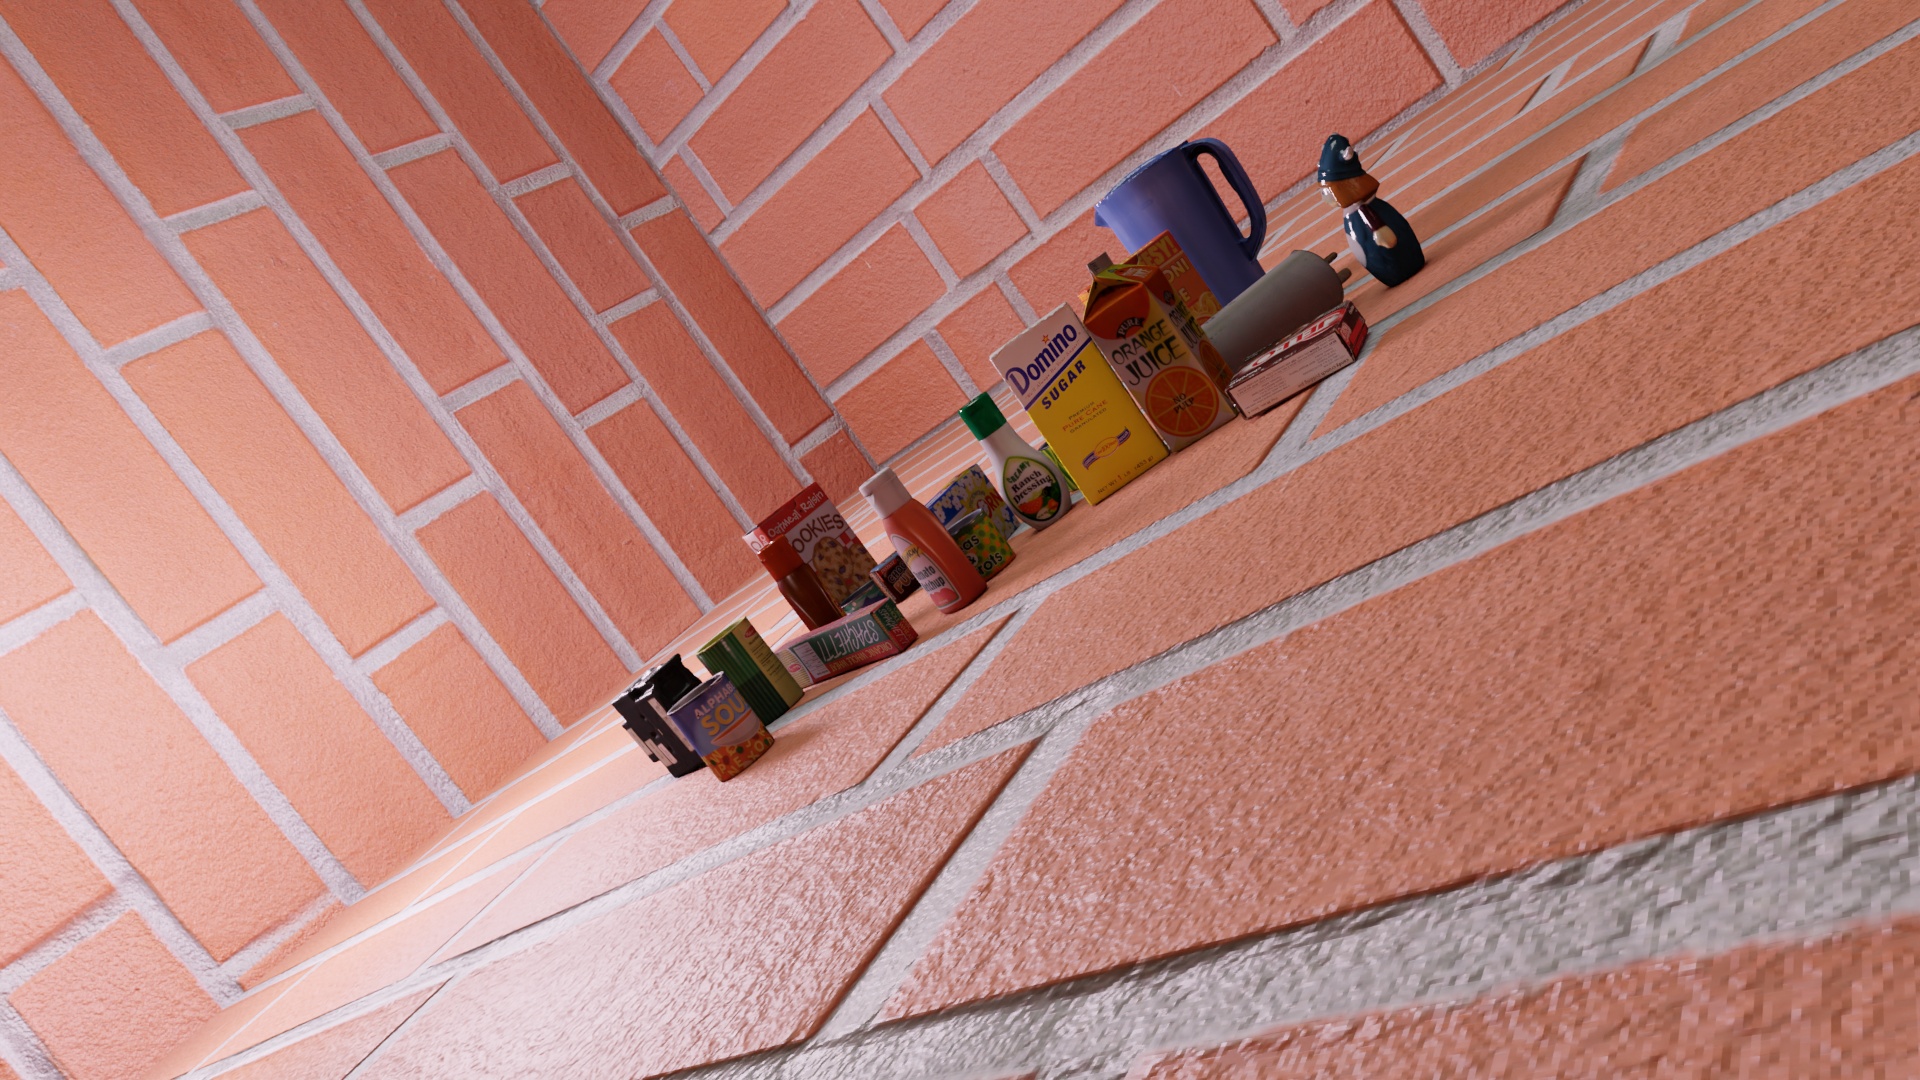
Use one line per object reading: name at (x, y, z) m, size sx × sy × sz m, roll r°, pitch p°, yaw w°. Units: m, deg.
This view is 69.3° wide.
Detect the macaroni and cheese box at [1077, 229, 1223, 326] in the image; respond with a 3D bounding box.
macaroni and cheese box at (0.231, -0.247, 1.568) m, size 0.124 × 0.166 × 0.040 m, roll -38°, pitch 7°, yaw -11°

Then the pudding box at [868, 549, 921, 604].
pudding box at (-0.060, 0.031, 1.617) m, size 0.084 × 0.049 × 0.030 m, roll -40°, pitch 8°, yaw -28°

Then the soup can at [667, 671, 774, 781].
soup can at (-0.226, 0.176, 1.322) m, size 0.071 × 0.083 × 0.071 m, roll -36°, pitch 7°, yaw 5°

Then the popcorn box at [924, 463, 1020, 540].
popcorn box at (0.005, -0.019, 1.484) m, size 0.038 × 0.085 × 0.127 m, roll -32°, pitch 8°, yaw 34°

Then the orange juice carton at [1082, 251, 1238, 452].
orange juice carton at (0.182, -0.186, 1.302) m, size 0.073 × 0.192 × 0.072 m, roll -32°, pitch 8°, yaw 30°

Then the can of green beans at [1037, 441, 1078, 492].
can of green beans at (0.127, -0.094, 1.505) m, size 0.071 × 0.058 × 0.071 m, roll -36°, pitch 7°, yaw 5°

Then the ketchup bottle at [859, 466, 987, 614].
ketchup bottle at (-0.038, -0.001, 1.320) m, size 0.044 × 0.148 × 0.064 m, roll -40°, pitch 8°, yaw -31°

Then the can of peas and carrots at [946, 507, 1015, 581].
can of peas and carrots at (0.012, 0.010, 1.373) m, size 0.071 × 0.058 × 0.071 m, roll -36°, pitch 7°, yaw 5°

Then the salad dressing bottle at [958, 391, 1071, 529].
salad dressing bottle at (0.054, -0.081, 1.411) m, size 0.064 × 0.147 × 0.044 m, roll -35°, pitch 7°, yaw 10°

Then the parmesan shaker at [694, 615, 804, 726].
parmesan shaker at (-0.222, 0.141, 1.454) m, size 0.071 × 0.103 × 0.071 m, roll -36°, pitch 7°, yaw 5°

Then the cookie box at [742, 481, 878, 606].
cookie box at (-0.171, 0.026, 1.698) m, size 0.040 × 0.167 × 0.123 m, roll -30°, pitch 9°, yaw 41°

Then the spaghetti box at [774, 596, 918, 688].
spaghetti box at (-0.122, 0.108, 1.410) m, size 0.029 × 0.050 × 0.249 m, roll -41°, pitch 8°, yaw -33°

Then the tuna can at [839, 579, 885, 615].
tuna can at (-0.112, 0.074, 1.646) m, size 0.071 × 0.033 × 0.071 m, roll -36°, pitch 7°, yaw 5°

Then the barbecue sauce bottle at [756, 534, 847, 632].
barbecue sauce bottle at (-0.160, 0.063, 1.481) m, size 0.044 × 0.148 × 0.065 m, roll -37°, pitch 7°, yaw -9°
